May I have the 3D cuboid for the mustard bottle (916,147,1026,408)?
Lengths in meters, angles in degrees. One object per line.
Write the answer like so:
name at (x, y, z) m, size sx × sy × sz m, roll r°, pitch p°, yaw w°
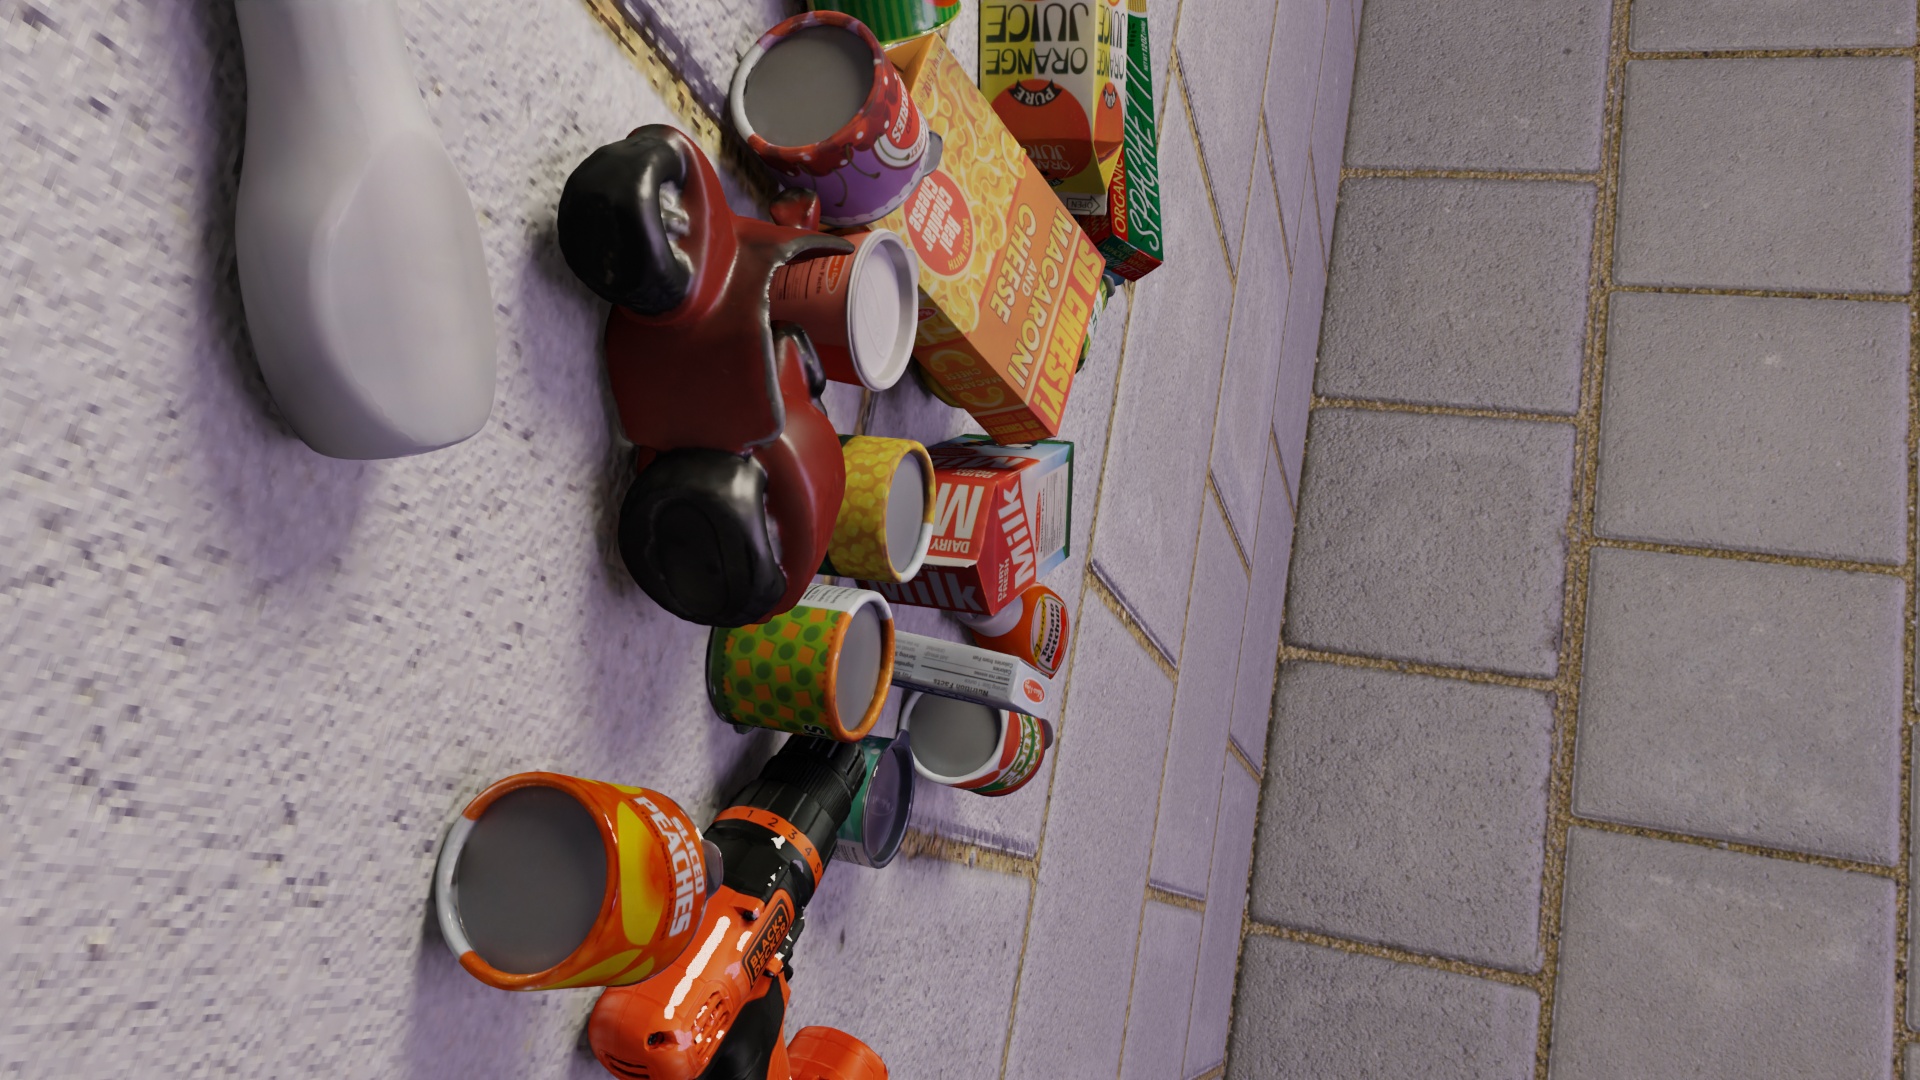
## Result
mustard bottle at (0.016, -0.154, 0.787) m, size 0.065 × 0.049 × 0.161 m, roll 49°, pitch 49°, yaw -56°

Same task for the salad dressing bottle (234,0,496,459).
salad dressing bottle at (-0.151, -0.096, 0.342) m, size 0.064 × 0.044 × 0.147 m, roll -41°, pitch 133°, yaw -60°

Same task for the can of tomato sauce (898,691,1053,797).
can of tomato sauce at (0.010, 0.115, 0.816) m, size 0.083 × 0.071 × 0.071 m, roll 38°, pitch 60°, yaw -67°

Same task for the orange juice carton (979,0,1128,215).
orange juice carton at (0.056, -0.292, 0.824) m, size 0.073 × 0.072 × 0.192 m, roll -34°, pitch 127°, yaw -64°

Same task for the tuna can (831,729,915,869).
tuna can at (-0.049, 0.129, 0.708) m, size 0.071 × 0.033 × 0.071 m, roll 5°, pitch 91°, yaw -71°

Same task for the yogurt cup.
yogurt cup at (-0.055, -0.099, 0.593) m, size 0.072 × 0.054 × 0.072 m, roll 5°, pitch 91°, yaw -70°

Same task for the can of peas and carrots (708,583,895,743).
can of peas and carrots at (-0.067, 0.053, 0.598) m, size 0.071 × 0.059 × 0.071 m, roll 5°, pitch 91°, yaw -70°

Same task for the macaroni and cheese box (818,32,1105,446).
macaroni and cheese box at (0.004, -0.145, 0.691) m, size 0.166 × 0.040 × 0.124 m, roll 44°, pitch 52°, yaw -40°

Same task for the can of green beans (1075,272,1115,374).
can of green beans at (0.054, -0.141, 0.872) m, size 0.071 × 0.071 × 0.058 m, roll 74°, pitch 29°, yaw -47°

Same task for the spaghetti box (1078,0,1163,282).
spaghetti box at (0.100, -0.286, 0.908) m, size 0.050 × 0.028 × 0.251 m, roll 19°, pitch 60°, yaw -37°

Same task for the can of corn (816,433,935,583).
can of corn at (-0.049, -0.017, 0.628) m, size 0.071 × 0.058 × 0.071 m, roll 5°, pitch 91°, yaw -71°

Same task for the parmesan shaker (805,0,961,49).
parmesan shaker at (-0.040, -0.263, 0.569) m, size 0.072 × 0.071 × 0.102 m, roll -64°, pitch 152°, yaw -45°

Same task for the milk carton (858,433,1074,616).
milk carton at (0.003, -0.010, 0.758) m, size 0.191 × 0.072 × 0.073 m, roll -31°, pitch 125°, yaw -67°

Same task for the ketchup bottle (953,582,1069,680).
ketchup bottle at (0.032, 0.051, 0.902) m, size 0.148 × 0.043 × 0.065 m, roll 38°, pitch 60°, yaw -67°

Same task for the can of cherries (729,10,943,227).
can of cherries at (-0.049, -0.171, 0.564) m, size 0.058 × 0.071 × 0.071 m, roll 44°, pitch 55°, yaw -66°

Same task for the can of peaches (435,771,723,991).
can of peaches at (-0.121, 0.109, 0.445) m, size 0.058 × 0.071 × 0.071 m, roll 40°, pitch 58°, yaw -66°

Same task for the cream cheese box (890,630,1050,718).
cream cheese box at (-0.012, 0.063, 0.689) m, size 0.053 × 0.104 × 0.024 m, roll 41°, pitch 61°, yaw -66°
